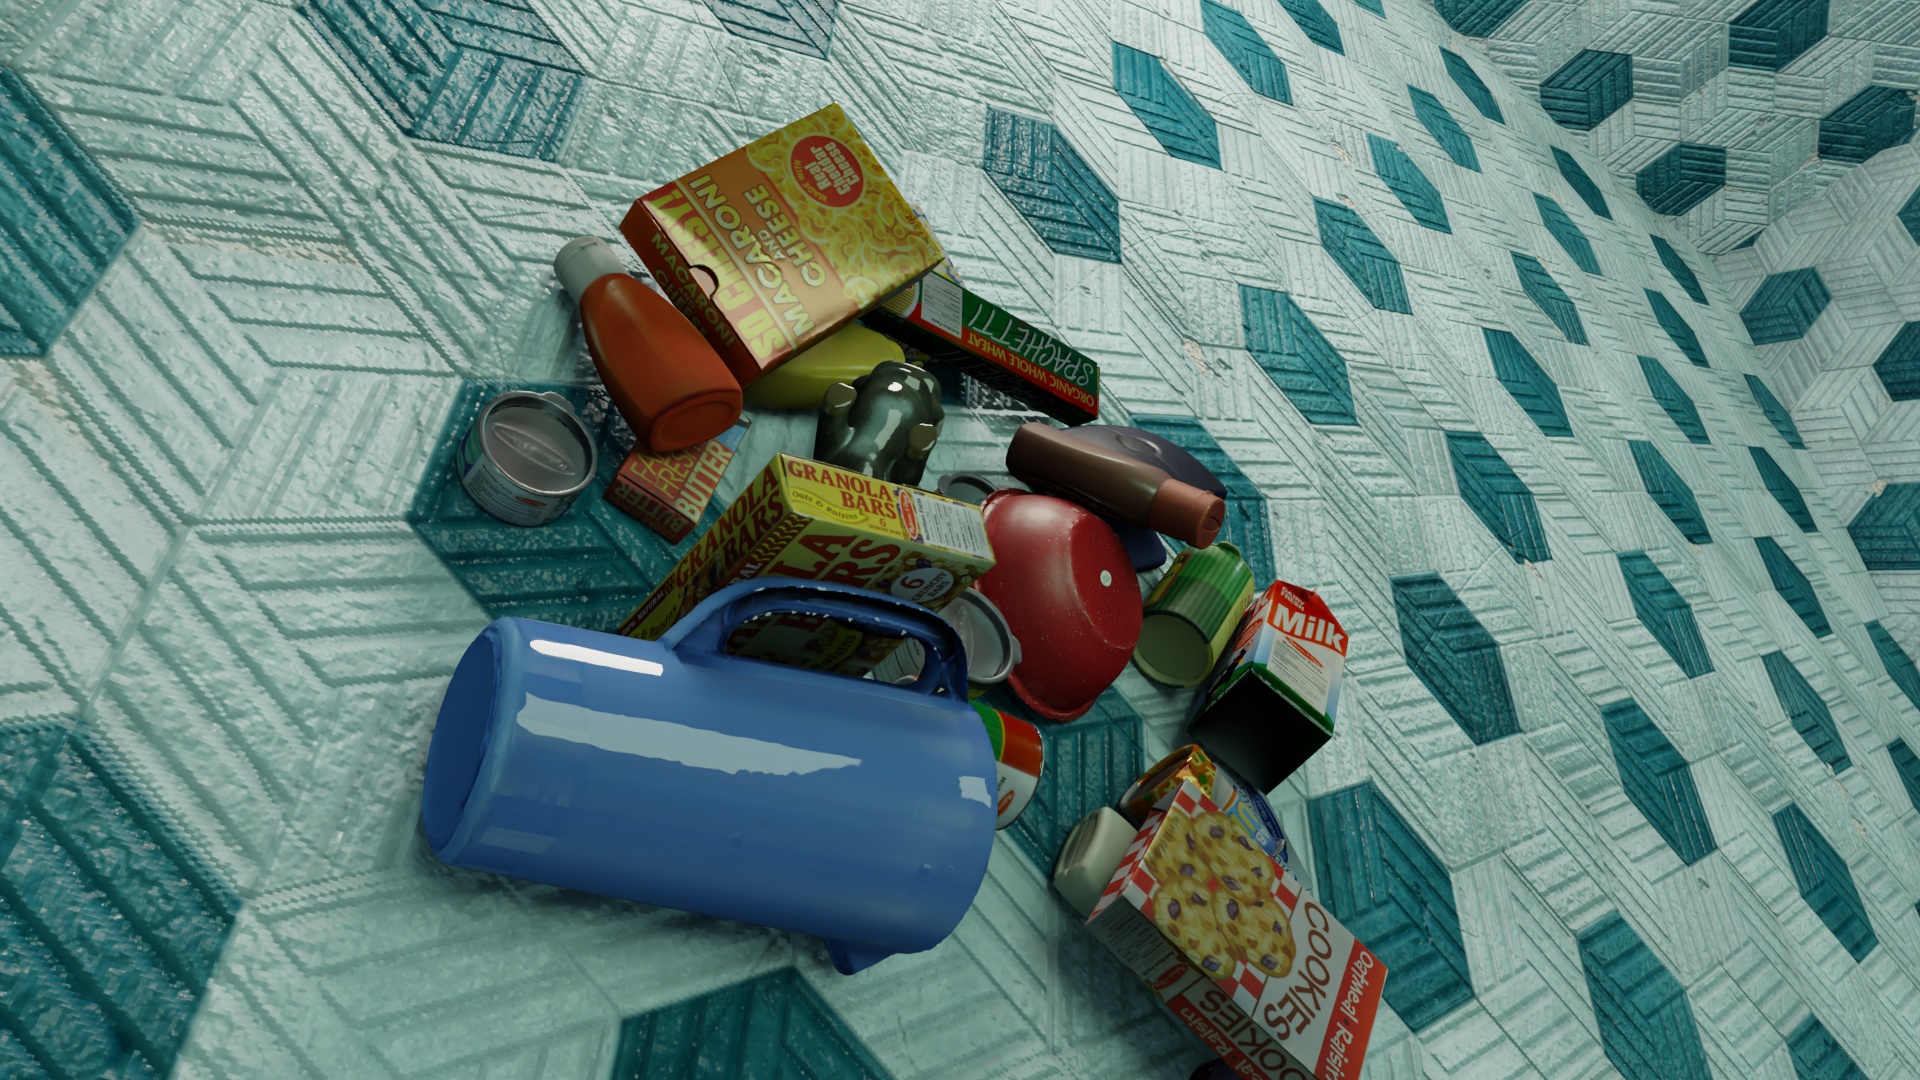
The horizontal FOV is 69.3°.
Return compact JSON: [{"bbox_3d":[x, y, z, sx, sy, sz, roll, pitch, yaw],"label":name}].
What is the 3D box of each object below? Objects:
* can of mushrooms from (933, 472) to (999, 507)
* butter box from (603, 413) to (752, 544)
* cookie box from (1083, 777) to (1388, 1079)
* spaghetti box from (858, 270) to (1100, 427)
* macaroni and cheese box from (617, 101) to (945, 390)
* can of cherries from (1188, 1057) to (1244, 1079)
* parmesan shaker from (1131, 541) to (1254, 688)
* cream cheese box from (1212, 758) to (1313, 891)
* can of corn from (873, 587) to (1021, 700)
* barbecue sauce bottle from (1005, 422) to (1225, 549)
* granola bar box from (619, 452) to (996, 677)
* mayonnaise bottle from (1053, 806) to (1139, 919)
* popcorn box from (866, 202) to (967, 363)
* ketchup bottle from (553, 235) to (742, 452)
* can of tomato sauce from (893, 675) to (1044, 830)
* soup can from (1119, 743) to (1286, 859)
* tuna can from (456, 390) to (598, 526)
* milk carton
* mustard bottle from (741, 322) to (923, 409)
[{"bbox_3d":[0.003,-0.012,0.934,0.071,0.033,0.071,25,45,-28],"label":"can of mushrooms"},{"bbox_3d":[-0.163,-0.050,0.809,0.053,0.024,0.104,36,40,-16],"label":"butter box"},{"bbox_3d":[0.163,0.236,0.799,0.167,0.040,0.123,43,34,4],"label":"cookie box"},{"bbox_3d":[0.011,-0.146,0.997,0.250,0.028,0.050,22,61,-40],"label":"spaghetti box"},{"bbox_3d":[-0.106,-0.185,0.858,0.167,0.040,0.123,-39,96,-35],"label":"macaroni and cheese box"},{"bbox_3d":[0.171,0.329,0.801,0.071,0.058,0.072,26,44,-29],"label":"can of cherries"},{"bbox_3d":[0.169,0.052,1.015,0.071,0.071,0.103,48,38,-3],"label":"parmesan shaker"},{"bbox_3d":[0.197,0.201,0.958,0.053,0.024,0.104,-6,64,-45],"label":"cream cheese box"},{"bbox_3d":[-0.008,0.070,0.836,0.071,0.058,0.071,26,44,-28],"label":"can of corn"},{"bbox_3d":[0.105,-0.037,0.936,0.149,0.043,0.065,24,3,31],"label":"barbecue sauce bottle"},{"bbox_3d":[-0.081,0.028,0.713,0.124,0.164,0.039,15,48,-37],"label":"granola bar box"},{"bbox_3d":[0.123,0.232,0.847,0.148,0.041,0.065,44,38,-9],"label":"mayonnaise bottle"},{"bbox_3d":[-0.042,-0.192,1.033,0.085,0.038,0.127,-13,69,-47],"label":"popcorn box"},{"bbox_3d":[-0.187,-0.118,0.802,0.065,0.043,0.149,-22,60,-30],"label":"ketchup bottle"},{"bbox_3d":[-0.006,0.120,0.793,0.083,0.071,0.071,26,44,-27],"label":"can of tomato sauce"},{"bbox_3d":[0.155,0.182,0.894,0.084,0.071,0.072,51,38,2],"label":"soup can"},{"bbox_3d":[-0.228,-0.045,0.735,0.071,0.032,0.071,26,44,-28],"label":"tuna can"},{"bbox_3d":[0.231,0.095,1.020,0.073,0.072,0.191,39,30,0],"label":"milk carton"},{"bbox_3d":[-0.085,-0.117,0.922,0.160,0.048,0.065,1,56,-45],"label":"mustard bottle"}]
